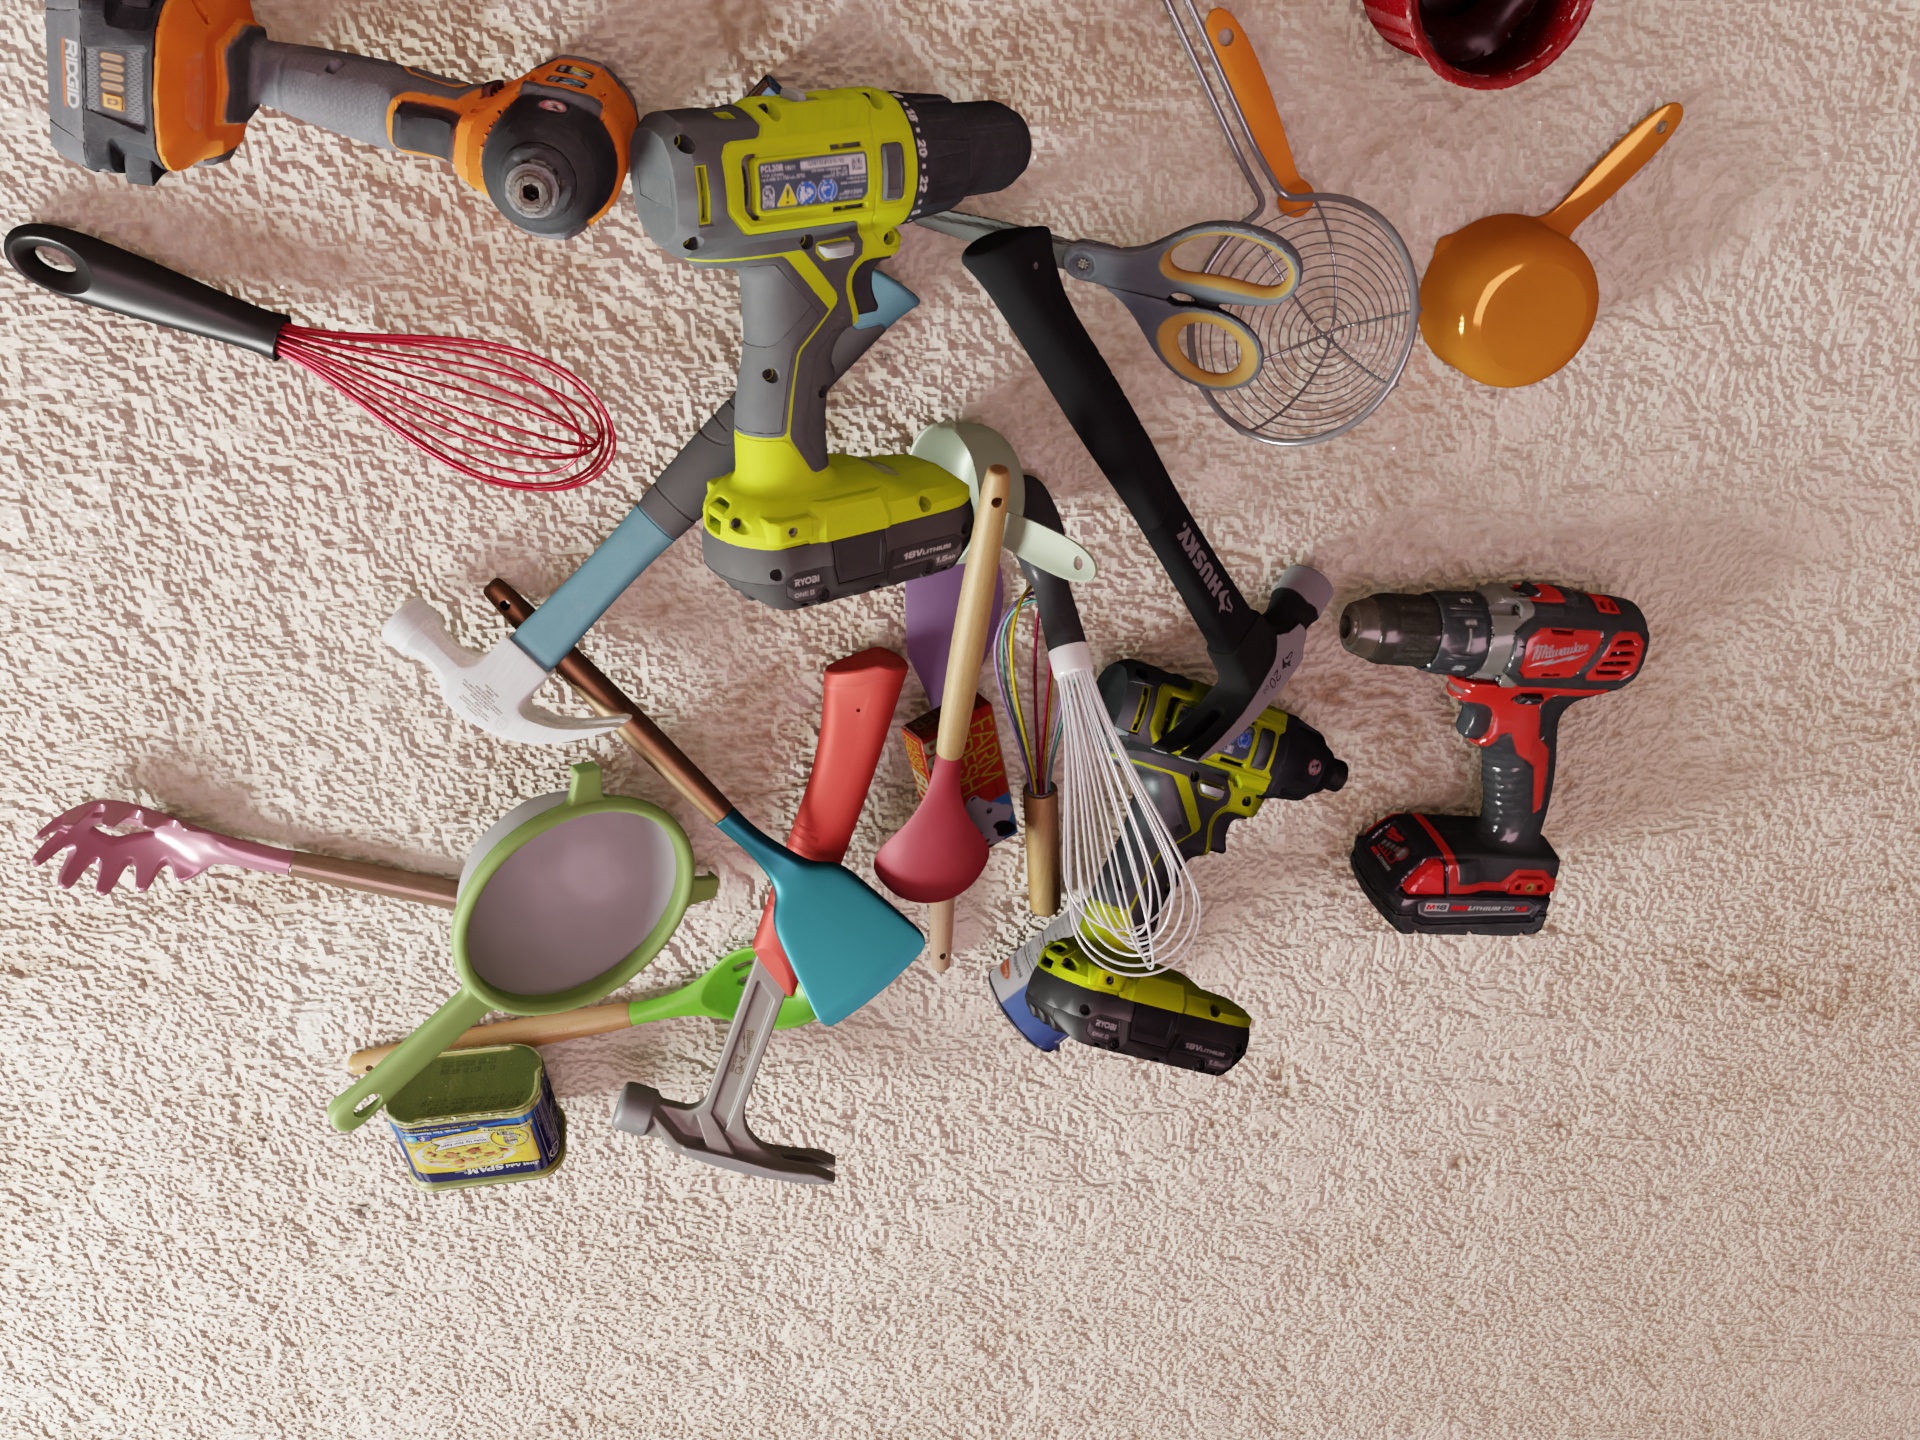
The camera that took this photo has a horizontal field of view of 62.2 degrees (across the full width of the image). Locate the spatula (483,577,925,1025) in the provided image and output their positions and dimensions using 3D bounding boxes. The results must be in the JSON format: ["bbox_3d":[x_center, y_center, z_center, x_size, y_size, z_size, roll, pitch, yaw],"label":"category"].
[{"bbox_3d":[-0.153,0.039,0.903,0.082,0.044,0.317,-41,104,12],"label":"spatula"}]

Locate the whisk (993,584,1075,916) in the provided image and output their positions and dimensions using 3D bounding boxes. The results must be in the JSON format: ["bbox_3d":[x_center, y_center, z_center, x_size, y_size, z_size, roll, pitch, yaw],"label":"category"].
[{"bbox_3d":[0.051,0.023,0.972,0.051,0.047,0.244,-1,125,5],"label":"whisk"}]

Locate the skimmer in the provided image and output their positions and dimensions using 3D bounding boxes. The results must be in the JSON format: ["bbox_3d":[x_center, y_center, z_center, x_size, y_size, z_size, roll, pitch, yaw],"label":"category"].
[{"bbox_3d":[0.112,-0.303,0.762,0.127,0.090,0.363,-12,125,35],"label":"skimmer"}]

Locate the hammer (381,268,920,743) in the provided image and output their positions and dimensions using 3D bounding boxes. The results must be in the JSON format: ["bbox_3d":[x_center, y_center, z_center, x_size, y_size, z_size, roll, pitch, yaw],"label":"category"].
[{"bbox_3d":[-0.152,-0.116,0.840,0.331,0.033,0.128,-44,98,10],"label":"hammer"}]

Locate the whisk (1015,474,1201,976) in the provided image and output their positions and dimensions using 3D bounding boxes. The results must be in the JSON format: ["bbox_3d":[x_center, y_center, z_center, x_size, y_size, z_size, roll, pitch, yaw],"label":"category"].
[{"bbox_3d":[0.069,-0.002,0.866,0.070,0.070,0.285,-13,79,-2],"label":"whisk"}]

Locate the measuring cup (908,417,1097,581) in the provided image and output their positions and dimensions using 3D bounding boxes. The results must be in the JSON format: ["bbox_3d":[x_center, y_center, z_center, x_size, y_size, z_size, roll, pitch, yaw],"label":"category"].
[{"bbox_3d":[0.029,-0.105,0.824,0.038,0.168,0.083,-9,118,-34],"label":"measuring cup"}]

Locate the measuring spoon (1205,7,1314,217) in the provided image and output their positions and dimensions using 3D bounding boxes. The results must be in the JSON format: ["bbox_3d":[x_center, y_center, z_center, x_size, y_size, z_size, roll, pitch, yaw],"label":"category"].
[{"bbox_3d":[0.154,-0.308,0.811,0.021,0.011,0.116,-30,120,8],"label":"measuring spoon"}]

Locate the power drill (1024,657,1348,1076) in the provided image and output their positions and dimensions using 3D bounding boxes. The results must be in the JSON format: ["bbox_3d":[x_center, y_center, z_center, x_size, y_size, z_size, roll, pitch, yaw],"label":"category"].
[{"bbox_3d":[0.139,0.091,0.966,0.171,0.080,0.223,17,89,-20],"label":"power drill"}]

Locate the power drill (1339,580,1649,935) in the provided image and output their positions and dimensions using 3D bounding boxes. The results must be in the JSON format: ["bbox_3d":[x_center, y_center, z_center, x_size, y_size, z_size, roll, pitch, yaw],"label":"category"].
[{"bbox_3d":[0.310,0.020,0.994,0.188,0.080,0.226,3,117,-11],"label":"power drill"}]

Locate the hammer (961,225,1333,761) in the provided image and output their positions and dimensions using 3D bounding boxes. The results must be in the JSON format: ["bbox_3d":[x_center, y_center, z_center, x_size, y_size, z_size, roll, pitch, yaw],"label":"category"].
[{"bbox_3d":[0.093,-0.117,0.828,0.146,0.035,0.334,-54,131,-18],"label":"hammer"}]

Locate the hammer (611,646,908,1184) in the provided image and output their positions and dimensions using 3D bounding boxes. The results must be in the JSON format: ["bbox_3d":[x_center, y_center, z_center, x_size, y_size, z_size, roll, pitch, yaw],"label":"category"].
[{"bbox_3d":[-0.095,0.125,0.979,0.149,0.037,0.359,18,109,-10],"label":"hammer"}]

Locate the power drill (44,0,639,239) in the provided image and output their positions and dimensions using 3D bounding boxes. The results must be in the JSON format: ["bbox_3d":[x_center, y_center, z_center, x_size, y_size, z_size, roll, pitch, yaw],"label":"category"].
[{"bbox_3d":[-0.256,-0.261,0.682,0.226,0.164,0.084,8,119,-12],"label":"power drill"}]

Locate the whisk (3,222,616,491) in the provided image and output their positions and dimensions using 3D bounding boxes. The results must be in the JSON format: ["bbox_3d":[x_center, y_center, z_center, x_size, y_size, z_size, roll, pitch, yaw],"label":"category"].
[{"bbox_3d":[-0.314,-0.182,0.782,0.295,0.073,0.073,18,115,-12],"label":"whisk"}]

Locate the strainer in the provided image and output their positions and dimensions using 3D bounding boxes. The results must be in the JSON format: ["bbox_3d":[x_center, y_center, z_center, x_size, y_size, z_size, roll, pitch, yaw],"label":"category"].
[{"bbox_3d":[-0.276,0.131,0.933,0.256,0.069,0.151,-43,139,-6],"label":"strainer"}]

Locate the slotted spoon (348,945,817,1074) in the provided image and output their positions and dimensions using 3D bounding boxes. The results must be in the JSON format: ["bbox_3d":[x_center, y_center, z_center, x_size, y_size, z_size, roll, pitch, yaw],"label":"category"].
[{"bbox_3d":[-0.239,0.193,1.028,0.313,0.031,0.070,-10,120,-1],"label":"slotted spoon"}]

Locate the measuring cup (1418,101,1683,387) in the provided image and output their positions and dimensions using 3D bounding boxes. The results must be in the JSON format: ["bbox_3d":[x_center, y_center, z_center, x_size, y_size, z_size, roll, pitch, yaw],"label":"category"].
[{"bbox_3d":[0.326,-0.254,0.848,0.095,0.052,0.173,34,111,-25],"label":"measuring cup"}]

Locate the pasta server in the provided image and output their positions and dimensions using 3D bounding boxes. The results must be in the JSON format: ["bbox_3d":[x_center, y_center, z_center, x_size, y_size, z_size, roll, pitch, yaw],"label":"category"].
[{"bbox_3d":[-0.370,0.096,0.942,0.316,0.040,0.060,14,129,-19],"label":"pasta server"}]

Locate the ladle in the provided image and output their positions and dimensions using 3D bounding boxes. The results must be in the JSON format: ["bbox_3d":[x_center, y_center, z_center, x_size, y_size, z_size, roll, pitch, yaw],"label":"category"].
[{"bbox_3d":[-0.001,-0.003,0.865,0.069,0.031,0.315,-1,132,-12],"label":"ladle"}]

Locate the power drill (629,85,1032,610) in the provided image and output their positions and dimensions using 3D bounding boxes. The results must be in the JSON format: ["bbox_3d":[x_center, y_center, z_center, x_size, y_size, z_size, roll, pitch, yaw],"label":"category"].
[{"bbox_3d":[-0.051,-0.183,0.760,0.190,0.080,0.228,-17,123,-28],"label":"power drill"}]

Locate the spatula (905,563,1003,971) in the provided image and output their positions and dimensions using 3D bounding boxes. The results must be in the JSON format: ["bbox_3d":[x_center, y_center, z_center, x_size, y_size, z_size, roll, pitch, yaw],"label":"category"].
[{"bbox_3d":[-0.007,0.025,0.975,0.059,0.018,0.315,-6,120,-15],"label":"spatula"}]
